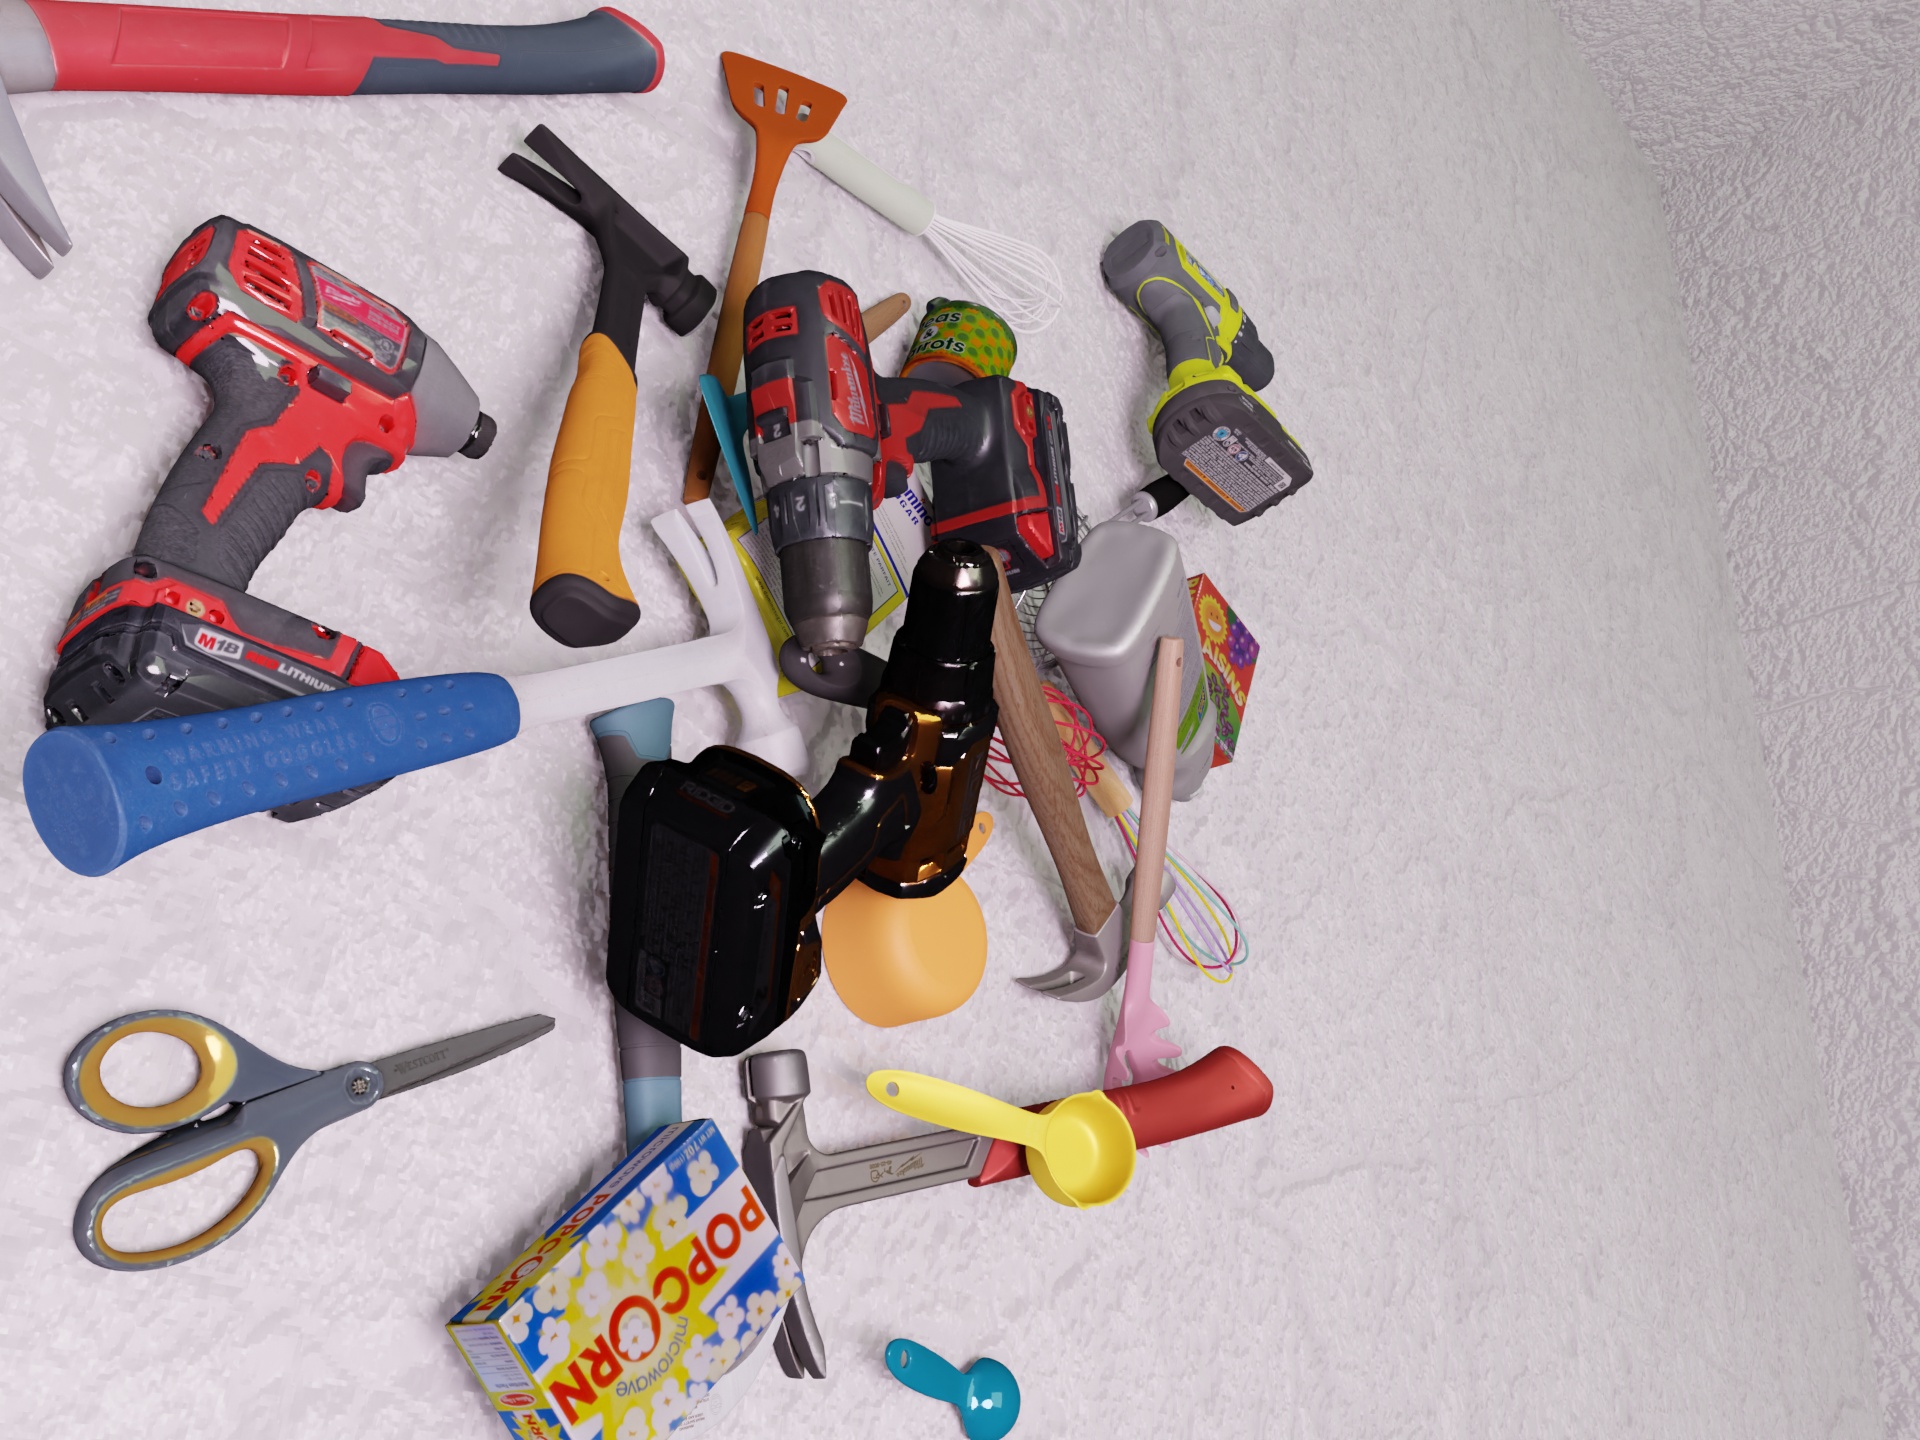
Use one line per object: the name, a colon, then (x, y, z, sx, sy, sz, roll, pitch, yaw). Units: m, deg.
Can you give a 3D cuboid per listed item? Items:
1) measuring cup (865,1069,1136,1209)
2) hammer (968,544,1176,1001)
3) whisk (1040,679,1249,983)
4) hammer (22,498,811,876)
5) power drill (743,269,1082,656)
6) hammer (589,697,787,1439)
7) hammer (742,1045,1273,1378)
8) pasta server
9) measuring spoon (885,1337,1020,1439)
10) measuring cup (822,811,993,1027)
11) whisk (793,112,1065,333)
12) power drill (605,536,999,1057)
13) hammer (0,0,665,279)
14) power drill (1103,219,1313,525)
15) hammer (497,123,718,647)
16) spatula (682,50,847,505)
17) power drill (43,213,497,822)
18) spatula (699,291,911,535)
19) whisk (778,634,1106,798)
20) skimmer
measuring cup: (0.017, 0.206, 0.809, 0.156, 0.029, 0.062, 22, 61, -19)
hammer: (0.049, 0.040, 0.893, 0.130, 0.031, 0.331, -52, 139, -30)
whisk: (0.117, 0.076, 1.050, 0.047, 0.051, 0.245, -42, 105, -26)
hammer: (-0.176, -0.012, 0.623, 0.405, 0.035, 0.144, -22, 95, -68)
power drill: (-0.026, -0.118, 0.842, 0.226, 0.080, 0.188, 9, 72, -56)
hammer: (-0.140, 0.147, 0.713, 0.128, 0.033, 0.331, 13, 65, -47)
hammer: (0.044, 0.234, 0.855, 0.359, 0.037, 0.149, 1, 73, -40)
pasta server: (0.118, 0.107, 0.952, 0.060, 0.040, 0.316, -9, 108, -46)
measuring spoon: (0.000, 0.330, 0.792, 0.128, 0.021, 0.042, 50, 42, -47)
measuring cup: (-0.006, 0.096, 0.881, 0.095, 0.052, 0.174, 59, 41, -15)
whisk: (-0.019, -0.330, 1.056, 0.246, 0.058, 0.059, 24, 88, -39)
power drill: (-0.054, 0.026, 0.718, 0.226, 0.084, 0.185, -33, 141, -53)
hammer: (-0.272, -0.291, 0.733, 0.386, 0.038, 0.143, -29, 99, -52)
power drill: (0.202, -0.267, 1.249, 0.190, 0.080, 0.229, 32, 38, -38)
hammer: (-0.166, -0.153, 0.716, 0.127, 0.034, 0.337, 40, 27, -34)
spatula: (-0.122, -0.260, 0.906, 0.081, 0.041, 0.323, 15, 67, -16)
power drill: (-0.261, -0.080, 0.630, 0.143, 0.078, 0.220, 29, 51, -42)
spatula: (-0.080, -0.198, 0.901, 0.318, 0.044, 0.082, -56, 133, -55)
whisk: (-0.001, -0.003, 0.899, 0.295, 0.073, 0.073, 20, 60, -53)
skimmer: (0.085, -0.130, 1.111, 0.363, 0.090, 0.127, -39, 109, -61)
